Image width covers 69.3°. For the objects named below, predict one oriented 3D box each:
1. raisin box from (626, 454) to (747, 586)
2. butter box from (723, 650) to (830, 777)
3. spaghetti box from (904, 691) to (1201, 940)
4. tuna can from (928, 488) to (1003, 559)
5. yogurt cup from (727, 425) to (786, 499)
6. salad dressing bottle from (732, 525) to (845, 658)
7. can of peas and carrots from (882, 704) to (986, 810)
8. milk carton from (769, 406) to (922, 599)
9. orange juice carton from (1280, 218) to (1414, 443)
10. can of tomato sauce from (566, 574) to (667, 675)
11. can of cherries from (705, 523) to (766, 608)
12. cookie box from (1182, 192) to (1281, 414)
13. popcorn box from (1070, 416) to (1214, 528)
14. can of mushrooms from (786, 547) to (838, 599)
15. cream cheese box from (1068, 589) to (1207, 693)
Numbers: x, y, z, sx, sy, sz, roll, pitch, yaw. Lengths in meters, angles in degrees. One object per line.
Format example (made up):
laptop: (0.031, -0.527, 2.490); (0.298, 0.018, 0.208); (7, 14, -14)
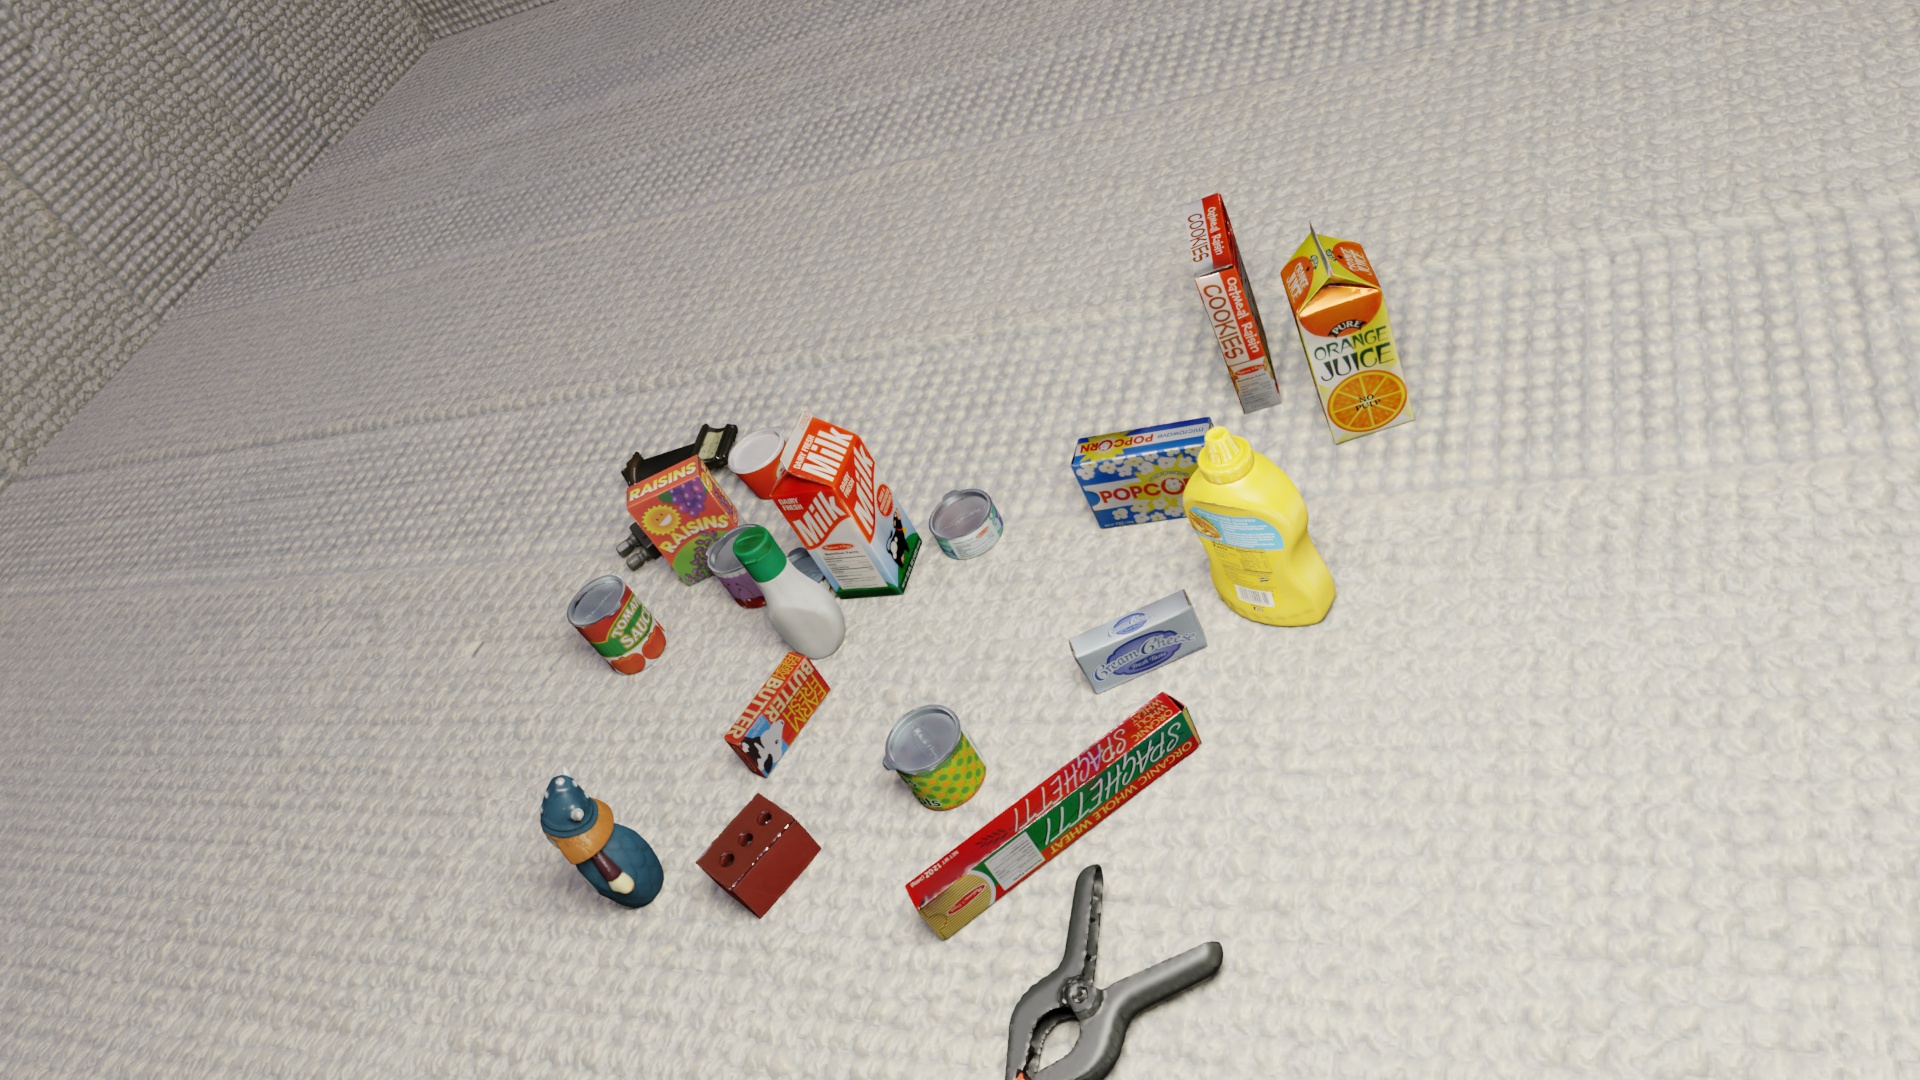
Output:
raisin box: (-0.277, -0.020, 1.438); (0.086, 0.123, 0.040); (-24, 40, 8)
butter box: (-0.163, 0.155, 1.242); (0.024, 0.053, 0.104); (12, 55, 39)
spaghetti box: (0.073, 0.206, 1.048); (0.250, 0.050, 0.029); (-36, 40, -7)
tuna can: (0.005, -0.017, 1.336); (0.071, 0.032, 0.071); (-17, 41, 16)
yogurt cup: (-0.212, -0.082, 1.518); (0.072, 0.053, 0.073); (-17, 41, 16)
salad dressing bottle: (-0.158, 0.048, 1.276); (0.064, 0.147, 0.044); (-12, 43, 21)
can of peas and carrots: (-0.021, 0.178, 1.128); (0.071, 0.058, 0.071); (-17, 41, 16)
milk carton: (-0.113, -0.034, 1.301); (0.073, 0.189, 0.073); (-5, 46, 27)
orange juice carton: (0.328, -0.181, 1.188); (0.073, 0.192, 0.072); (-18, 41, 15)
can of tomato sauce: (-0.343, 0.086, 1.399); (0.071, 0.082, 0.071); (-17, 42, 16)
can of cherries: (-0.214, 0.026, 1.403); (0.071, 0.058, 0.072); (-17, 41, 16)
cookie box: (0.253, -0.221, 1.294); (0.040, 0.166, 0.123); (-16, 42, 17)
popcorn box: (0.173, -0.059, 1.237); (0.126, 0.085, 0.038); (-8, 45, 24)
can of mushrooms: (-0.153, 0.041, 1.370); (0.071, 0.033, 0.071); (-17, 41, 16)
cream cheese box: (0.145, 0.083, 1.131); (0.104, 0.053, 0.024); (-24, 40, 7)
